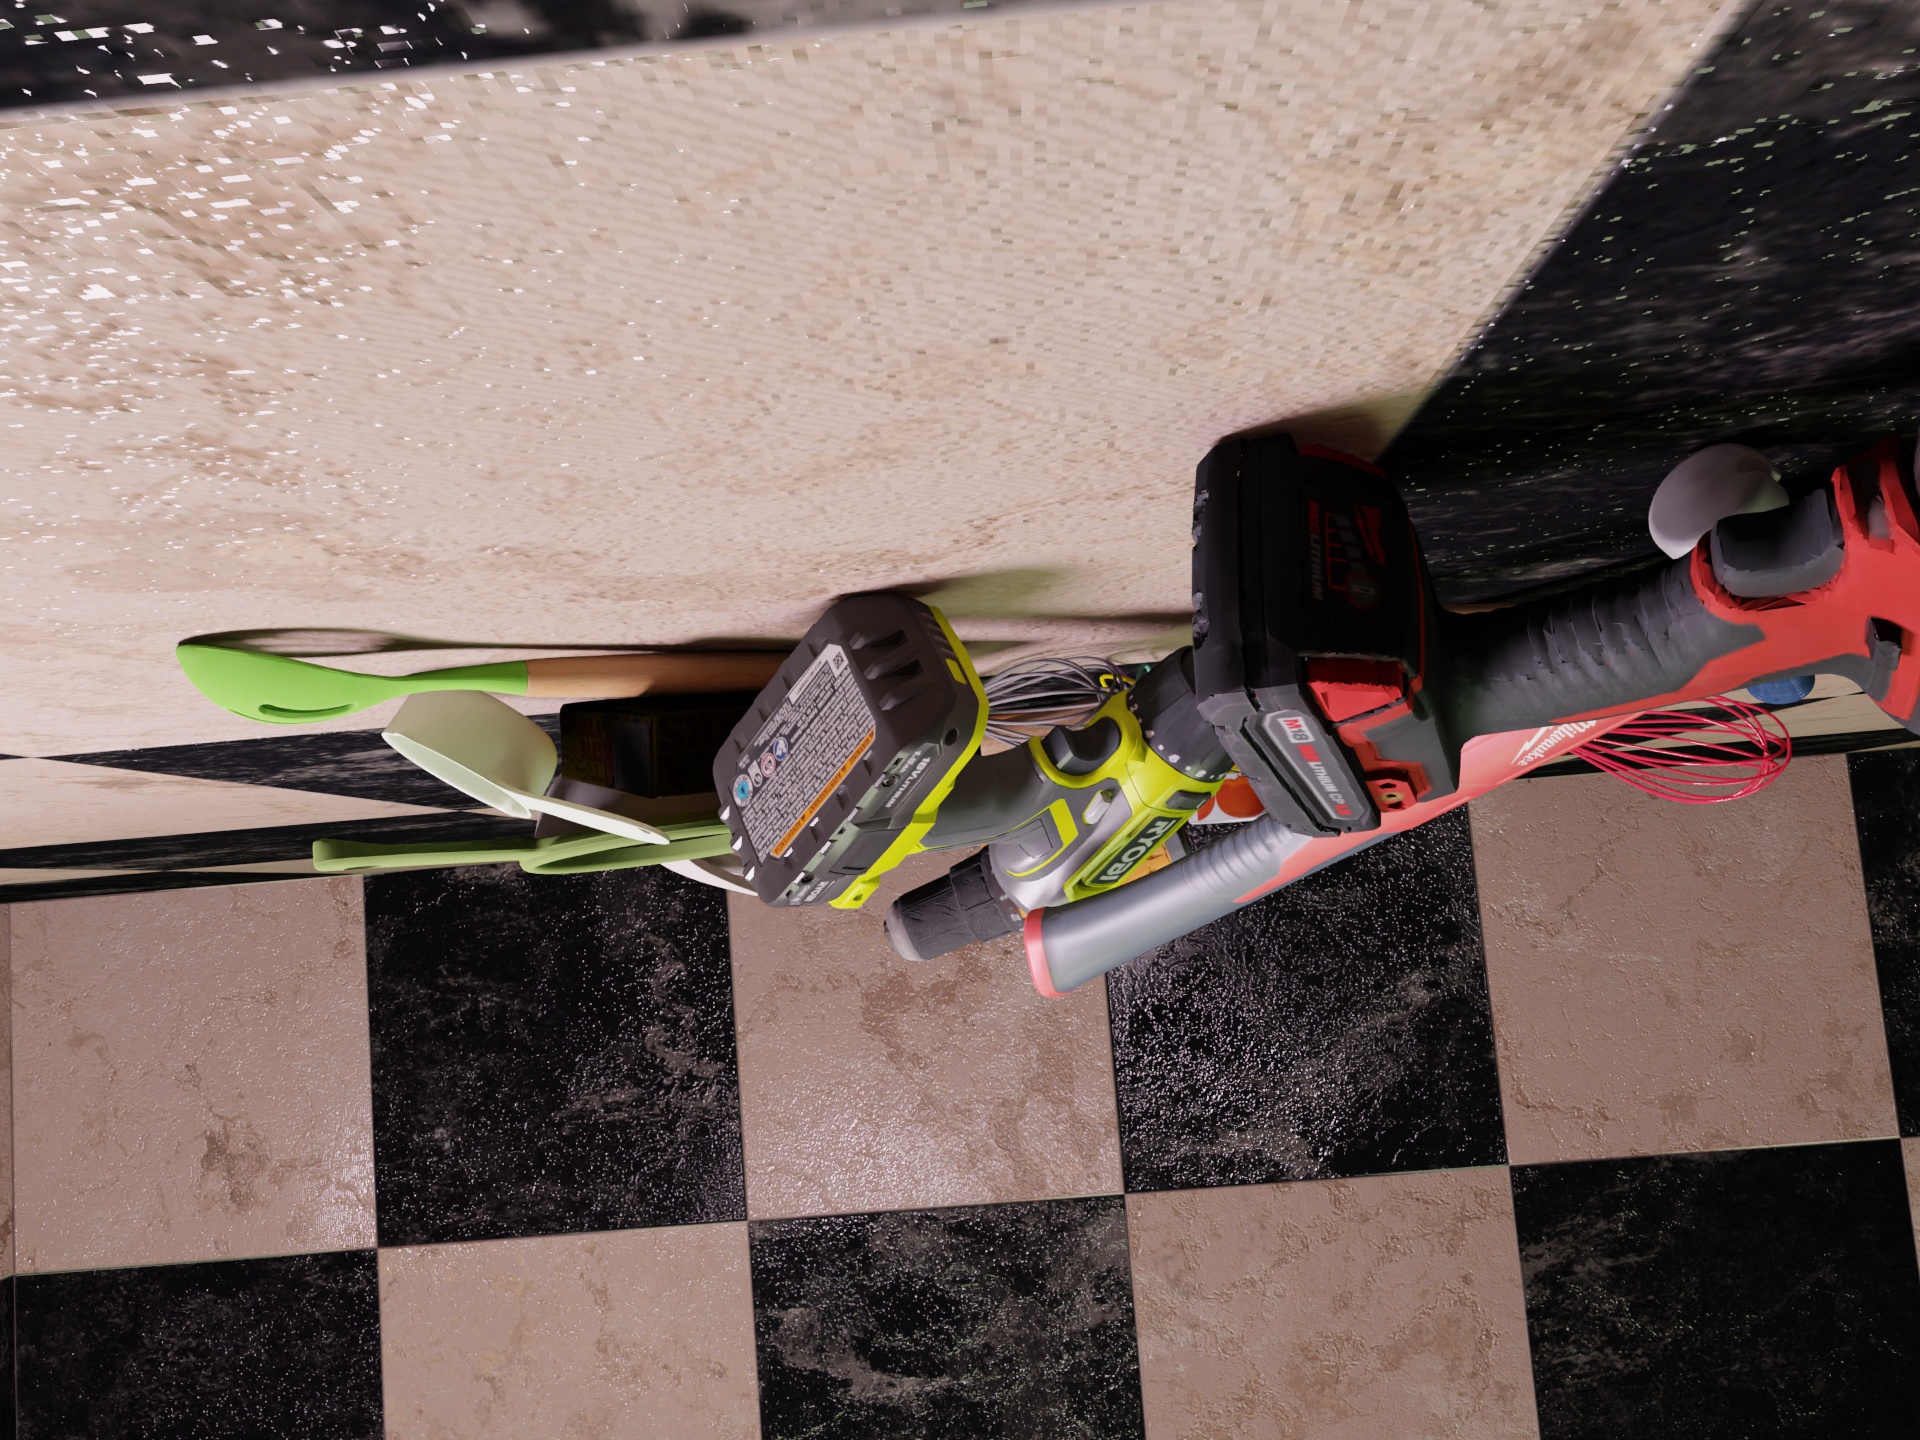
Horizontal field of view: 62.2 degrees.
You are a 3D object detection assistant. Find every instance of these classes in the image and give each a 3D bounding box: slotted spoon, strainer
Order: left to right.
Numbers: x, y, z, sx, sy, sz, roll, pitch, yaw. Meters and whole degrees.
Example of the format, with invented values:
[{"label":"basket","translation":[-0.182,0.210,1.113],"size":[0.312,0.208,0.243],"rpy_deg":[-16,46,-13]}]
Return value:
[{"label":"strainer","translation":[-0.204,0.039,0.823],"size":[0.256,0.069,0.151],"rpy_deg":[0,168,-39]},{"label":"slotted spoon","translation":[-0.160,-0.019,0.678],"size":[0.313,0.031,0.070],"rpy_deg":[-3,176,-31]}]

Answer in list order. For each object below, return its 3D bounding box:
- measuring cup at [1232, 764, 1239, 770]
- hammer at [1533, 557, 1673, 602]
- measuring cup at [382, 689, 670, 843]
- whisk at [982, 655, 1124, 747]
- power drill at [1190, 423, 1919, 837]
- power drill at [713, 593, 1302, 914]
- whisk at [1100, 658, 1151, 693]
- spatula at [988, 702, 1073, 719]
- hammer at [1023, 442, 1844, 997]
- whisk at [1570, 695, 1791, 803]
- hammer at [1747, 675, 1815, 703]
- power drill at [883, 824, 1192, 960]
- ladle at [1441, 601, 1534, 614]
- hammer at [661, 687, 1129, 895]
[{"label":"measuring cup","translation":[0.217,-0.014,0.943],"size":[0.156,0.062,0.029],"rpy_deg":[-17,-171,11]},{"label":"hammer","translation":[0.287,-0.053,0.658],"size":[0.128,0.033,0.331],"rpy_deg":[-1,173,-25]},{"label":"measuring cup","translation":[-0.185,0.020,0.709],"size":[0.168,0.038,0.083],"rpy_deg":[14,158,31]},{"label":"whisk","translation":[-0.001,-0.002,0.871],"size":[0.055,0.055,0.239],"rpy_deg":[1,176,-40]},{"label":"power drill","translation":[0.174,-0.041,0.397],"size":[0.227,0.080,0.187],"rpy_deg":[-8,153,23]},{"label":"power drill","translation":[0.030,0.012,0.682],"size":[0.228,0.080,0.190],"rpy_deg":[5,136,-43]},{"label":"whisk","translation":[0.119,0.007,0.922],"size":[0.047,0.051,0.244],"rpy_deg":[-9,167,12]},{"label":"spatula","translation":[0.158,-0.001,1.007],"size":[0.322,0.041,0.081],"rpy_deg":[-5,166,17]},{"label":"hammer","translation":[0.169,0.039,0.618],"size":[0.143,0.038,0.386],"rpy_deg":[30,138,-24]},{"label":"whisk","translation":[0.407,0.009,1.065],"size":[0.073,0.073,0.296],"rpy_deg":[0,-174,-34]},{"label":"hammer","translation":[0.467,-0.039,0.906],"size":[0.144,0.035,0.405],"rpy_deg":[-8,173,29]},{"label":"power drill","translation":[0.047,0.081,1.008],"size":[0.185,0.084,0.226],"rpy_deg":[-25,-175,6]},{"label":"ladle","translation":[0.227,-0.041,0.633],"size":[0.315,0.031,0.069],"rpy_deg":[0,140,48]},{"label":"hammer","translation":[-0.049,0.034,1.004],"size":[0.331,0.129,0.031],"rpy_deg":[-13,-144,9]}]
